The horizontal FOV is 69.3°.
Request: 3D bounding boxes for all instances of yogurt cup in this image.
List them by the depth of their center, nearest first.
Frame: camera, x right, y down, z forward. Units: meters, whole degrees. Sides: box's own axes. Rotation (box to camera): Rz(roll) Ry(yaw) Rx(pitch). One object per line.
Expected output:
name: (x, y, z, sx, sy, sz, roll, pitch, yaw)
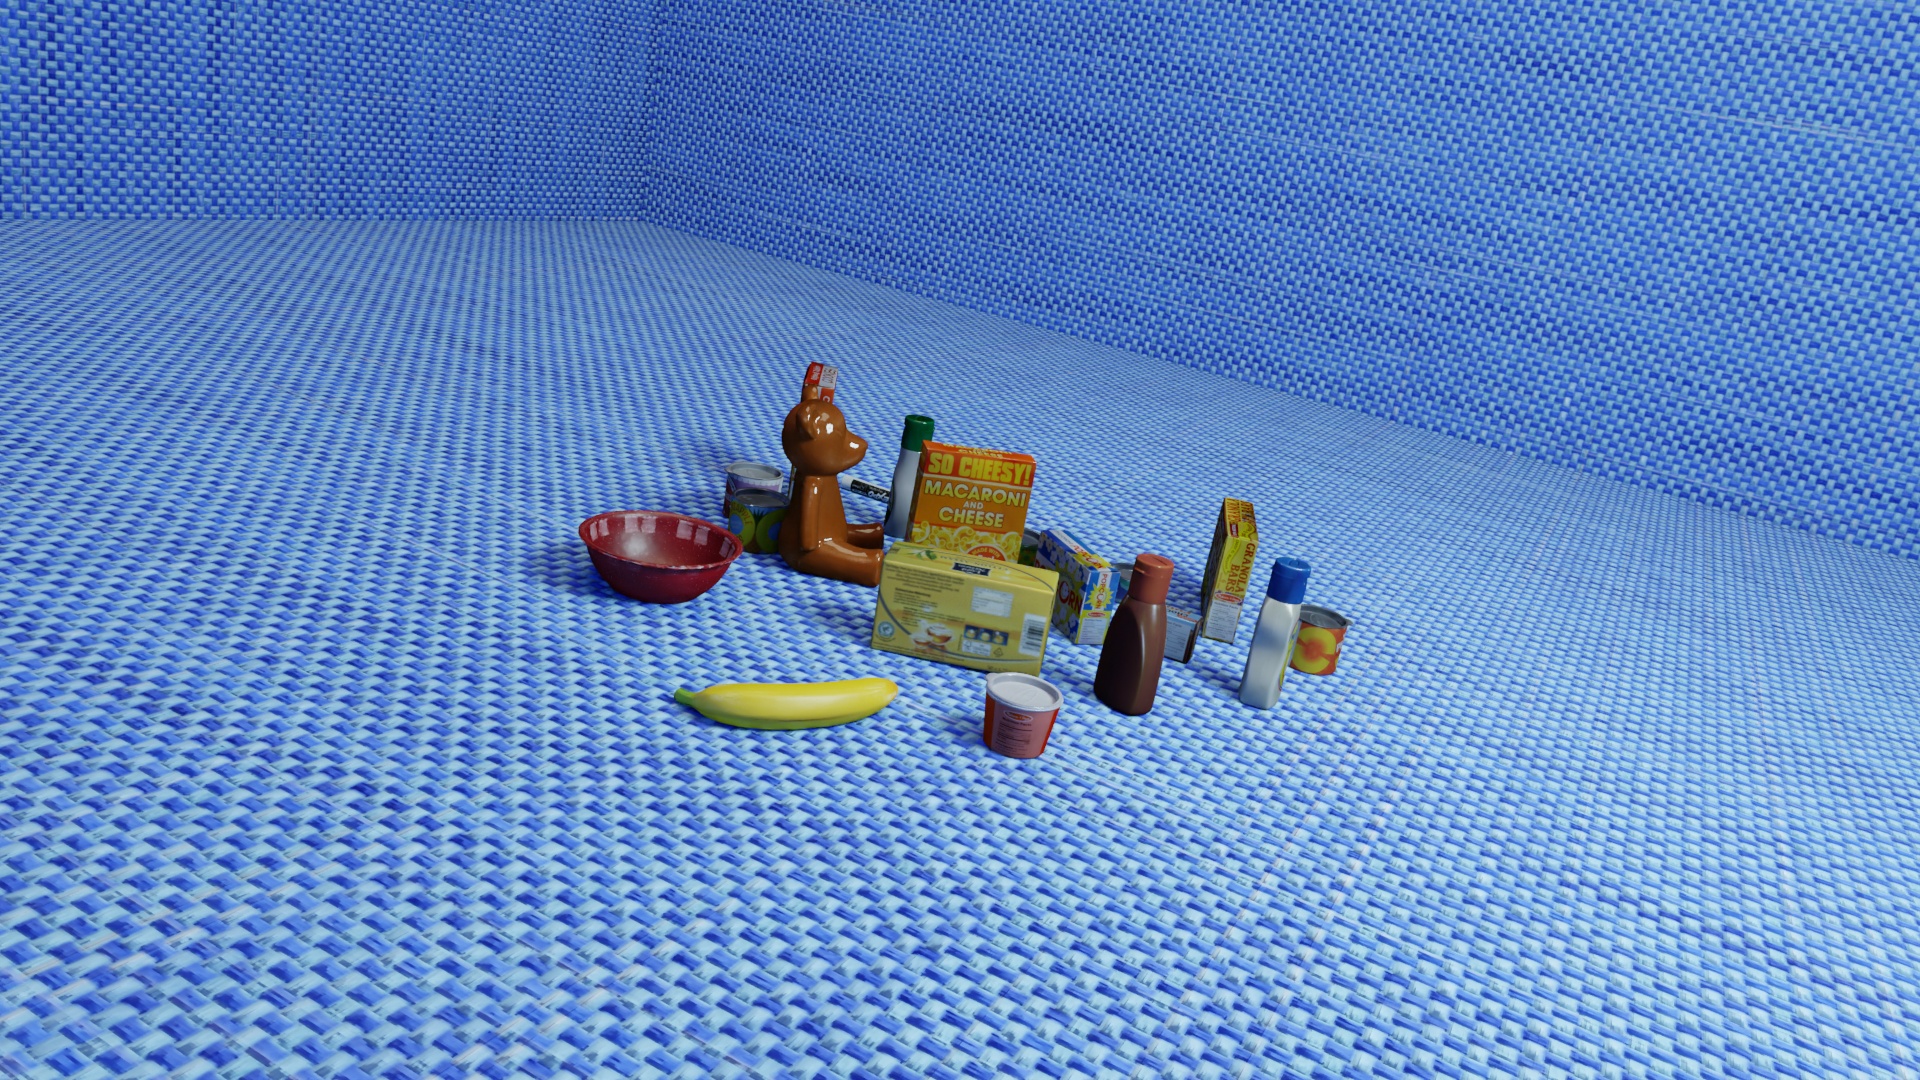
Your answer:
yogurt cup: (0.051, 0.152, 1.198, 0.072, 0.053, 0.072, 10, 18, -3)

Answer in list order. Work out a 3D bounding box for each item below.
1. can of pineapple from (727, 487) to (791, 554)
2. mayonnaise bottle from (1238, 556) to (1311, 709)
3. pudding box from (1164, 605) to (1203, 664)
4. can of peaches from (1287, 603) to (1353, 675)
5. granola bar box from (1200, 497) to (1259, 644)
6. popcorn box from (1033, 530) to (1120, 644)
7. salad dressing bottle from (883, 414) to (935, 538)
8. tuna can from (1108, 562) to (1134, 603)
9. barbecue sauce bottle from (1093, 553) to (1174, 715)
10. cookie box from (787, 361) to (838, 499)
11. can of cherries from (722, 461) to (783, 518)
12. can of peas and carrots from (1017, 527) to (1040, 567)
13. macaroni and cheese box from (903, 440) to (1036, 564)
can of pineapple: (-0.228, -0.022, 1.557, 0.071, 0.057, 0.071, 10, 18, -3)
mayonnaise bottle: (0.314, 0.091, 1.385, 0.041, 0.147, 0.065, 16, 18, 17)
pudding box: (0.210, 0.093, 1.477, 0.084, 0.049, 0.030, 17, 19, 19)
can of peaches: (0.387, 0.109, 1.519, 0.071, 0.058, 0.071, 10, 18, -3)
granola bar box: (0.308, 0.031, 1.601, 0.039, 0.123, 0.166, 13, 18, 6)
popcorn box: (0.121, 0.049, 1.502, 0.038, 0.085, 0.127, 3, 20, -24)
salad dressing bottle: (-0.061, -0.077, 1.677, 0.044, 0.147, 0.064, 11, 18, 0)
tuna can: (0.200, 0.052, 1.623, 0.071, 0.032, 0.071, 10, 18, -3)
barbecue sauce bottle: (0.167, 0.087, 1.311, 0.044, 0.148, 0.065, -3, 22, -37)
cookie box: (-0.185, -0.126, 1.721, 0.040, 0.166, 0.123, 9, 18, -6)
can of cherries: (-0.249, -0.056, 1.647, 0.071, 0.058, 0.072, 10, 18, -3)
can of peas and carrots: (0.060, 0.020, 1.596, 0.071, 0.058, 0.071, 10, 18, -3)
macaroni and cheese box: (0.005, -0.019, 1.508, 0.124, 0.165, 0.040, 7, 18, -12)
